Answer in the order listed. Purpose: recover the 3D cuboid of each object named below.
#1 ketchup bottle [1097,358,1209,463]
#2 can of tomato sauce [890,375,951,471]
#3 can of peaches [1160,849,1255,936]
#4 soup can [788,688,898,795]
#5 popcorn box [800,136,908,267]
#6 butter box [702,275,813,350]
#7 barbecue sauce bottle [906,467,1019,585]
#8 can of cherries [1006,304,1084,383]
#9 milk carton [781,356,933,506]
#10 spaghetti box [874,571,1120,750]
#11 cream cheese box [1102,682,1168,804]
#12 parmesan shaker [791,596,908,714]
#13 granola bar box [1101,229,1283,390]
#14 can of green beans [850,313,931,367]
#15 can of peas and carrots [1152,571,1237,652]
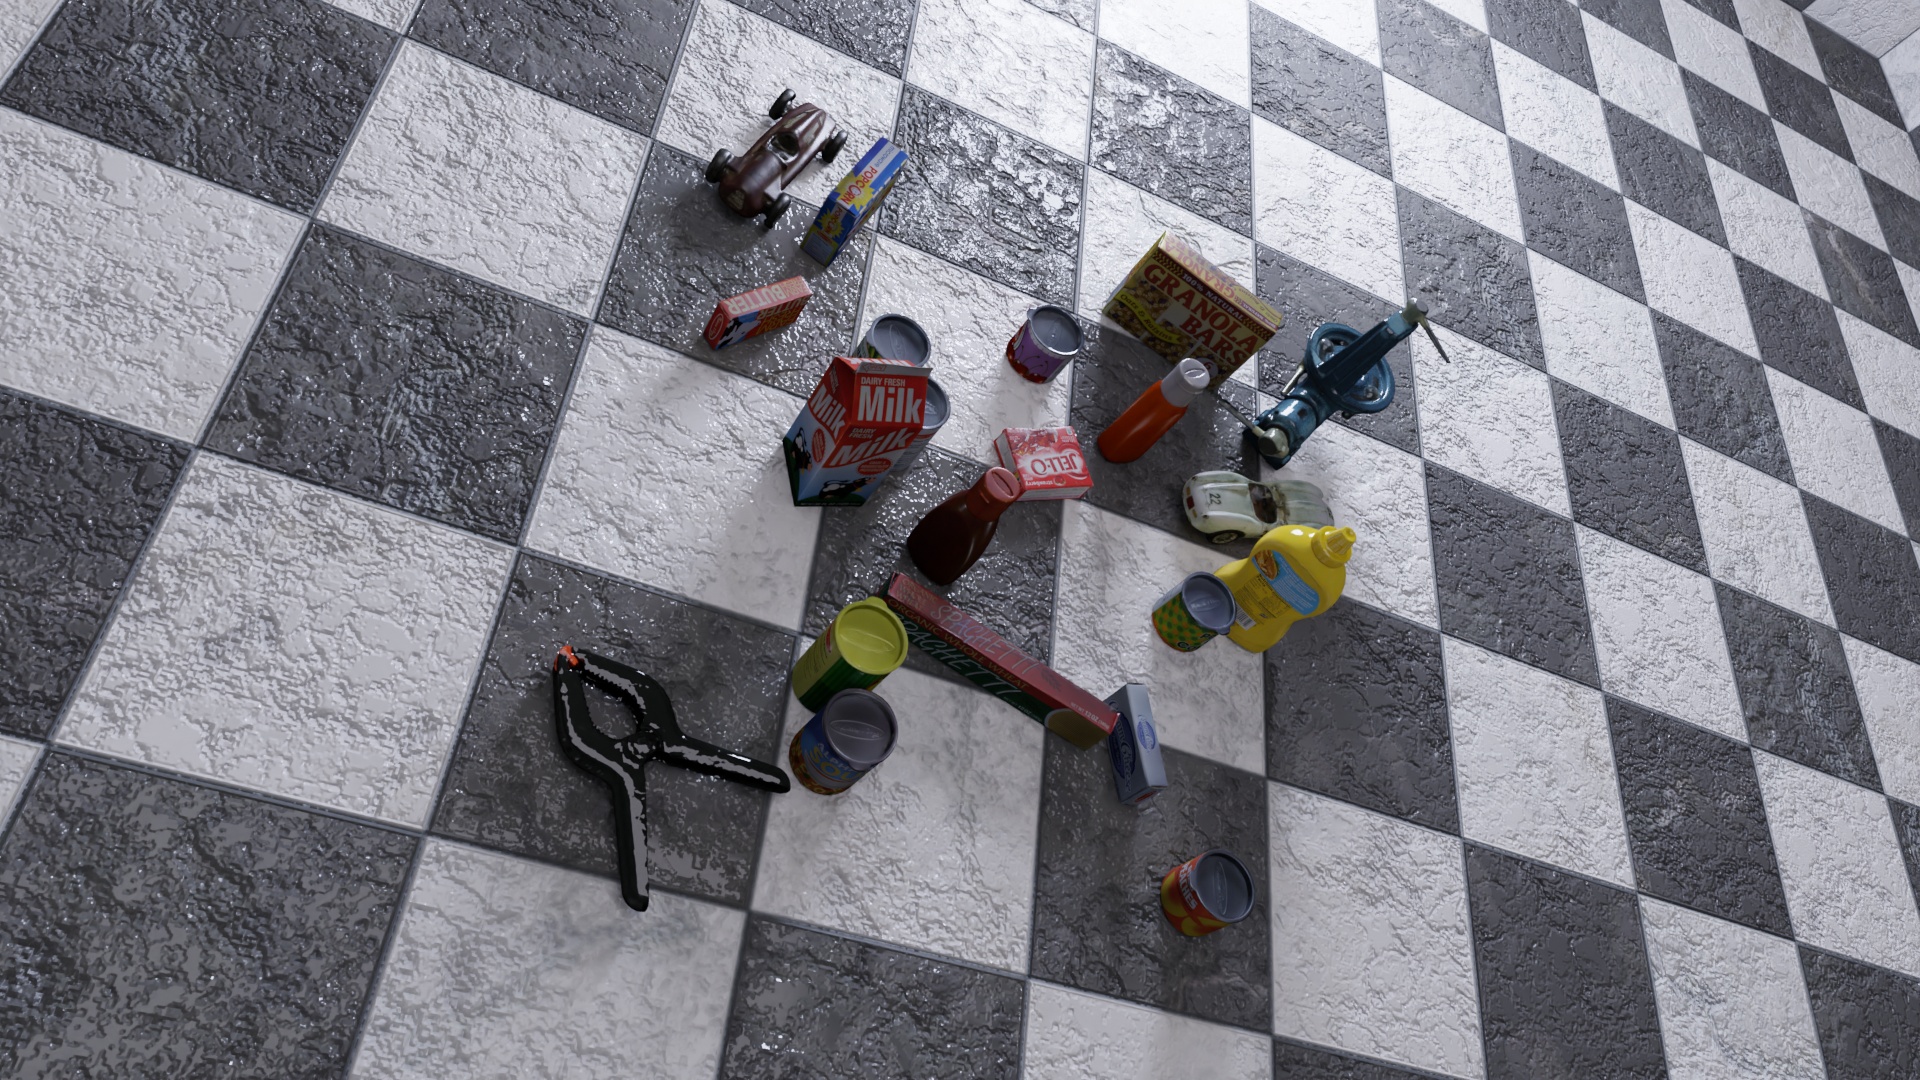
[{"bbox_3d":[0.206,-0.136,1.461,0.065,0.148,0.043,-15,71,-35],"label":"ketchup bottle"},{"bbox_3d":[-0.057,-0.117,1.345,0.071,0.082,0.071,14,57,-22],"label":"can of tomato sauce"},{"bbox_3d":[0.222,0.320,1.259,0.071,0.057,0.071,14,57,-22],"label":"can of peaches"},{"bbox_3d":[-0.099,0.171,1.152,0.071,0.083,0.071,14,57,-22],"label":"soup can"},{"bbox_3d":[-0.110,-0.355,1.455,0.038,0.084,0.127,36,51,-6],"label":"popcorn box"},{"bbox_3d":[-0.196,-0.222,1.349,0.104,0.053,0.024,-27,78,-37],"label":"butter box"},{"bbox_3d":[0.005,-0.016,1.278,0.044,0.147,0.065,-33,81,-38],"label":"barbecue sauce bottle"},{"bbox_3d":[0.089,-0.213,1.499,0.071,0.058,0.072,14,57,-22],"label":"can of cherries"},{"bbox_3d":[-0.093,-0.106,1.250,0.072,0.189,0.073,0,63,-29],"label":"milk carton"},{"bbox_3d":[0.030,0.113,1.279,0.250,0.050,0.029,33,52,-8],"label":"spaghetti box"},{"bbox_3d":[0.162,0.191,1.304,0.024,0.053,0.104,5,60,-27],"label":"cream cheese box"},{"bbox_3d":[-0.095,0.100,1.183,0.071,0.102,0.071,14,57,-22],"label":"parmesan shaker"},{"bbox_3d":[0.262,-0.258,1.580,0.165,0.123,0.039,34,52,-7],"label":"granola bar box"},{"bbox_3d":[-0.071,-0.185,1.394,0.071,0.057,0.071,14,57,-22],"label":"can of green beans"},{"bbox_3d":[0.239,0.075,1.412,0.071,0.058,0.071,14,57,-22],"label":"can of peas and carrots"}]
